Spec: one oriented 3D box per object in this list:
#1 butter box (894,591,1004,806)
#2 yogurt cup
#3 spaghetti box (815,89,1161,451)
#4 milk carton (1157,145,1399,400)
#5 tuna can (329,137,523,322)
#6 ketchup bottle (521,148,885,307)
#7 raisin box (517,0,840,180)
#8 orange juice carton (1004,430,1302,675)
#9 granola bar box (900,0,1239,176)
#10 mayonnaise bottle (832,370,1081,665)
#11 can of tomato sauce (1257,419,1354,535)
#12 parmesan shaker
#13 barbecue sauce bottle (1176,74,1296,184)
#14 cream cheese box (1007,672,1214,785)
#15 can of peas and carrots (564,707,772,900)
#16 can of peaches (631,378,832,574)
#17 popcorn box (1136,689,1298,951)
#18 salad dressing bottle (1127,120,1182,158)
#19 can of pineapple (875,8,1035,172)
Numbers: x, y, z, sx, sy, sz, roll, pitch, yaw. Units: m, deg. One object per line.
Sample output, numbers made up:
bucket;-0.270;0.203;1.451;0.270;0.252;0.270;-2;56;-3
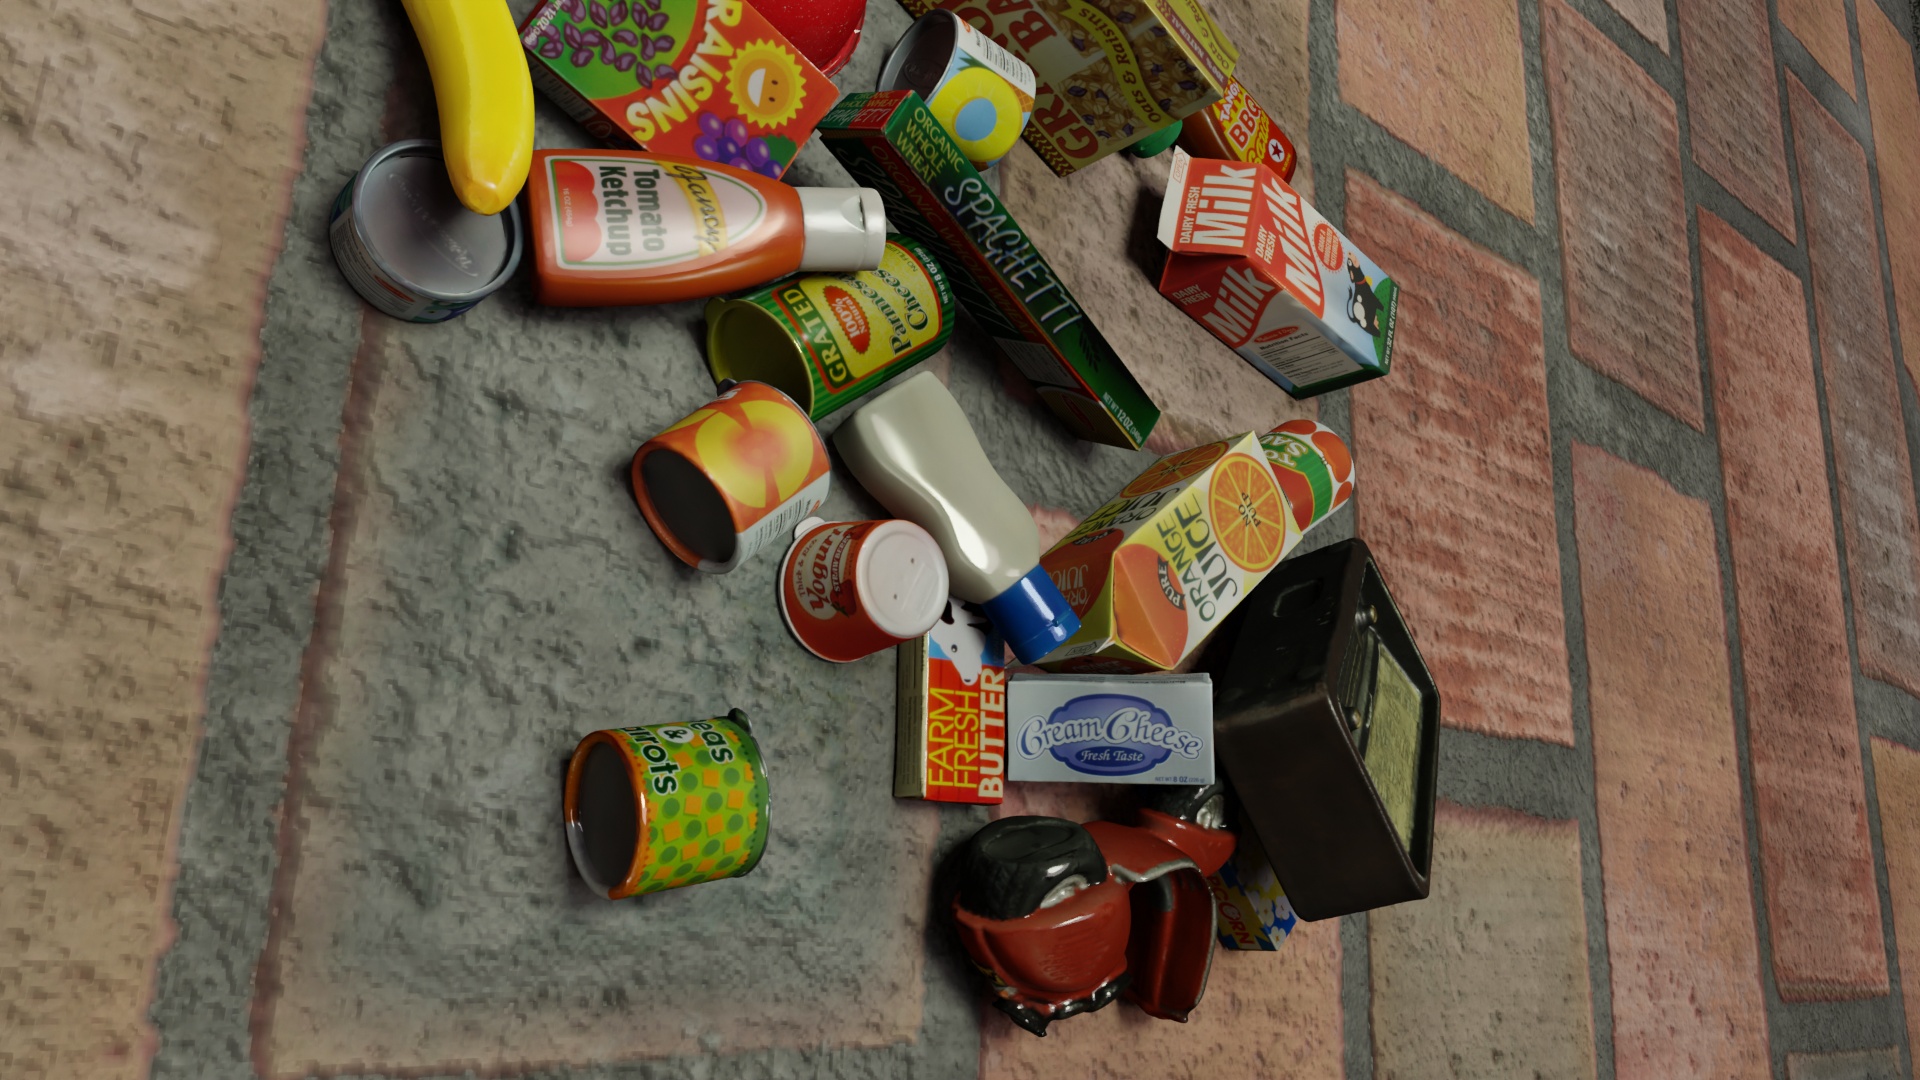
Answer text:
butter box;-0.004;0.078;0.687;0.053;0.024;0.103;12;72;-39
yogurt cup;-0.042;0.021;0.646;0.072;0.054;0.072;10;75;-40
spaghetti box;0.022;-0.128;0.702;0.249;0.050;0.029;44;71;-41
milk carton;0.193;-0.171;0.883;0.190;0.073;0.072;29;63;-33
tuna can;-0.208;-0.123;0.547;0.071;0.032;0.071;10;74;-39
ketchup bottle;-0.108;-0.133;0.592;0.149;0.043;0.065;-5;77;-21
raisin box;-0.127;-0.207;0.619;0.123;0.040;0.086;38;76;-29
orange juice carton;0.103;0.017;0.763;0.194;0.071;0.073;-37;104;-40
granola bar box;0.051;-0.286;0.751;0.165;0.124;0.039;41;57;-28
mayonnaise bottle;0.002;-0.009;0.680;0.065;0.041;0.148;-36;91;-38
can of tomato sauce;0.195;-0.034;0.858;0.083;0.071;0.071;-29;100;-42
parmesan shaker;-0.060;-0.101;0.651;0.103;0.071;0.071;-36;105;-40
barbecue sauce bottle;0.157;-0.280;0.896;0.148;0.043;0.065;41;58;-27
cream cheese box;0.075;0.095;0.702;0.024;0.104;0.053;-20;108;-80
can of peas and carrots;-0.116;0.103;0.553;0.059;0.071;0.071;0;81;-41
can of peaches;-0.100;-0.029;0.600;0.058;0.071;0.071;-41;108;-38
popcorn box;0.161;0.160;0.803;0.085;0.038;0.126;-40;107;-41
salad dressing bottle;0.079;-0.290;0.822;0.147;0.064;0.044;43;71;-36
can of pineapple;-0.004;-0.234;0.732;0.058;0.071;0.071;22;67;-36
